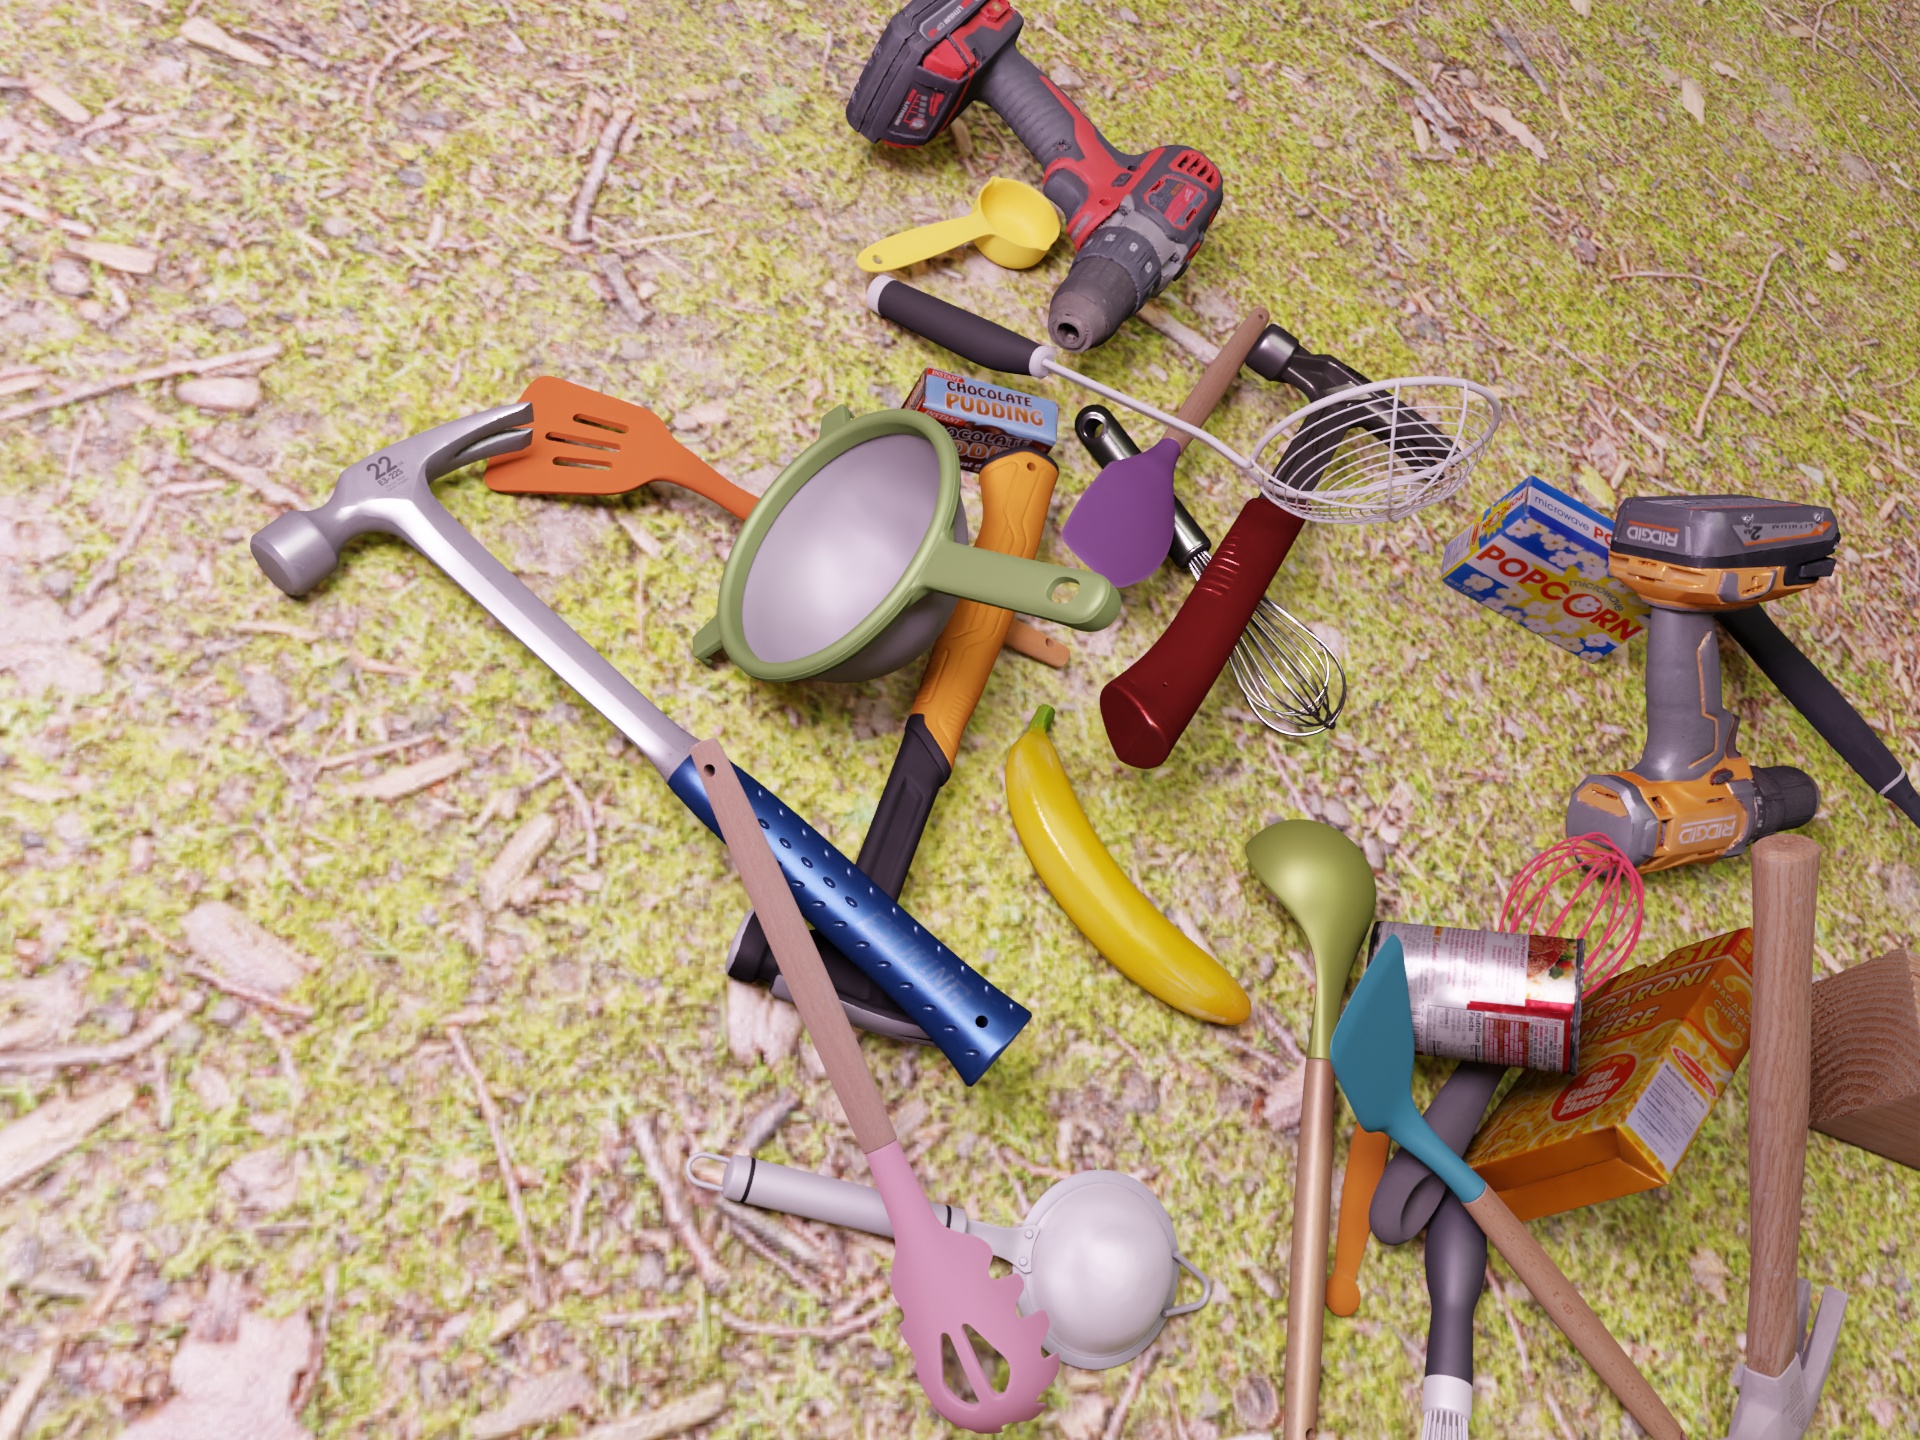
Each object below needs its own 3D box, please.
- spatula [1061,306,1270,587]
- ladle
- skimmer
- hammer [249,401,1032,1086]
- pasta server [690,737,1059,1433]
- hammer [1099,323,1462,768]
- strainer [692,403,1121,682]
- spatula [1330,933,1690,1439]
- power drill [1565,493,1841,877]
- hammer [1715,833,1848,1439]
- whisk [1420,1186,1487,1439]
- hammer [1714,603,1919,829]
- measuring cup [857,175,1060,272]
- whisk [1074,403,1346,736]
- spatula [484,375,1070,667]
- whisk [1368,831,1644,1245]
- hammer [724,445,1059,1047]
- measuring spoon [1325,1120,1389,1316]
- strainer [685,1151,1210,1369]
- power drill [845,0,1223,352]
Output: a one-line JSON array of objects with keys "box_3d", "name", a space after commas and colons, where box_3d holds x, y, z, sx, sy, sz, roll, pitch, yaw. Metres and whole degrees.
[{"box_3d": [0.137, -0.175, 0.961, 0.059, 0.018, 0.316, 42, 47, -8], "name": "spatula"}, {"box_3d": [0.170, 0.199, 0.799, 0.078, 0.062, 0.320, 25, 61, -31], "name": "ladle"}, {"box_3d": [0.110, -0.201, 0.882, 0.363, 0.127, 0.090, 29, 86, 24], "name": "skimmer"}, {"box_3d": [-0.128, 0.009, 0.727, 0.405, 0.035, 0.144, 41, 62, 8], "name": "hammer"}, {"box_3d": [-0.044, 0.152, 0.669, 0.060, 0.040, 0.316, -25, 83, 4], "name": "pasta server"}, {"box_3d": [0.176, -0.095, 0.905, 0.149, 0.036, 0.359, 35, 51, 0], "name": "hammer"}, {"box_3d": [-0.009, -0.062, 0.739, 0.069, 0.256, 0.151, 37, 77, -41], "name": "strainer"}, {"box_3d": [0.273, 0.249, 0.774, 0.317, 0.044, 0.082, 51, 50, -8], "name": "spatula"}, {"box_3d": [0.466, -0.021, 0.968, 0.185, 0.084, 0.226, -5, 106, -25], "name": "power drill"}, {"box_3d": [0.406, 0.216, 0.788, 0.130, 0.031, 0.331, -18, 108, -42], "name": "hammer"}, {"box_3d": [0.221, 0.346, 0.731, 0.070, 0.070, 0.285, 27, 50, -10], "name": "whisk"}, {"box_3d": [0.601, 0.054, 1.013, 0.149, 0.036, 0.409, 1, 48, -32], "name": "hammer"}, {"box_3d": [-0.005, -0.296, 0.992, 0.156, 0.029, 0.062, -27, 77, -31], "name": "measuring cup"}, {"box_3d": [0.144, -0.092, 0.942, 0.246, 0.058, 0.059, 55, 21, 14], "name": "whisk"}, {"box_3d": [-0.086, -0.095, 0.847, 0.322, 0.041, 0.081, 24, 56, -16], "name": "spatula"}, {"box_3d": [0.294, 0.165, 0.858, 0.073, 0.073, 0.296, 43, 59, 2], "name": "whisk"}, {"box_3d": [-0.001, -0.003, 0.803, 0.127, 0.034, 0.337, 21, 61, -4], "name": "hammer"}, {"box_3d": [0.203, 0.242, 0.801, 0.021, 0.011, 0.117, 29, 55, -8], "name": "measuring spoon"}, {"box_3d": [0.003, 0.228, 0.703, 0.258, 0.050, 0.087, 17, 72, -12], "name": "strainer"}, {"box_3d": [0.043, -0.337, 0.973, 0.226, 0.080, 0.188, 38, 54, -5], "name": "power drill"}]
